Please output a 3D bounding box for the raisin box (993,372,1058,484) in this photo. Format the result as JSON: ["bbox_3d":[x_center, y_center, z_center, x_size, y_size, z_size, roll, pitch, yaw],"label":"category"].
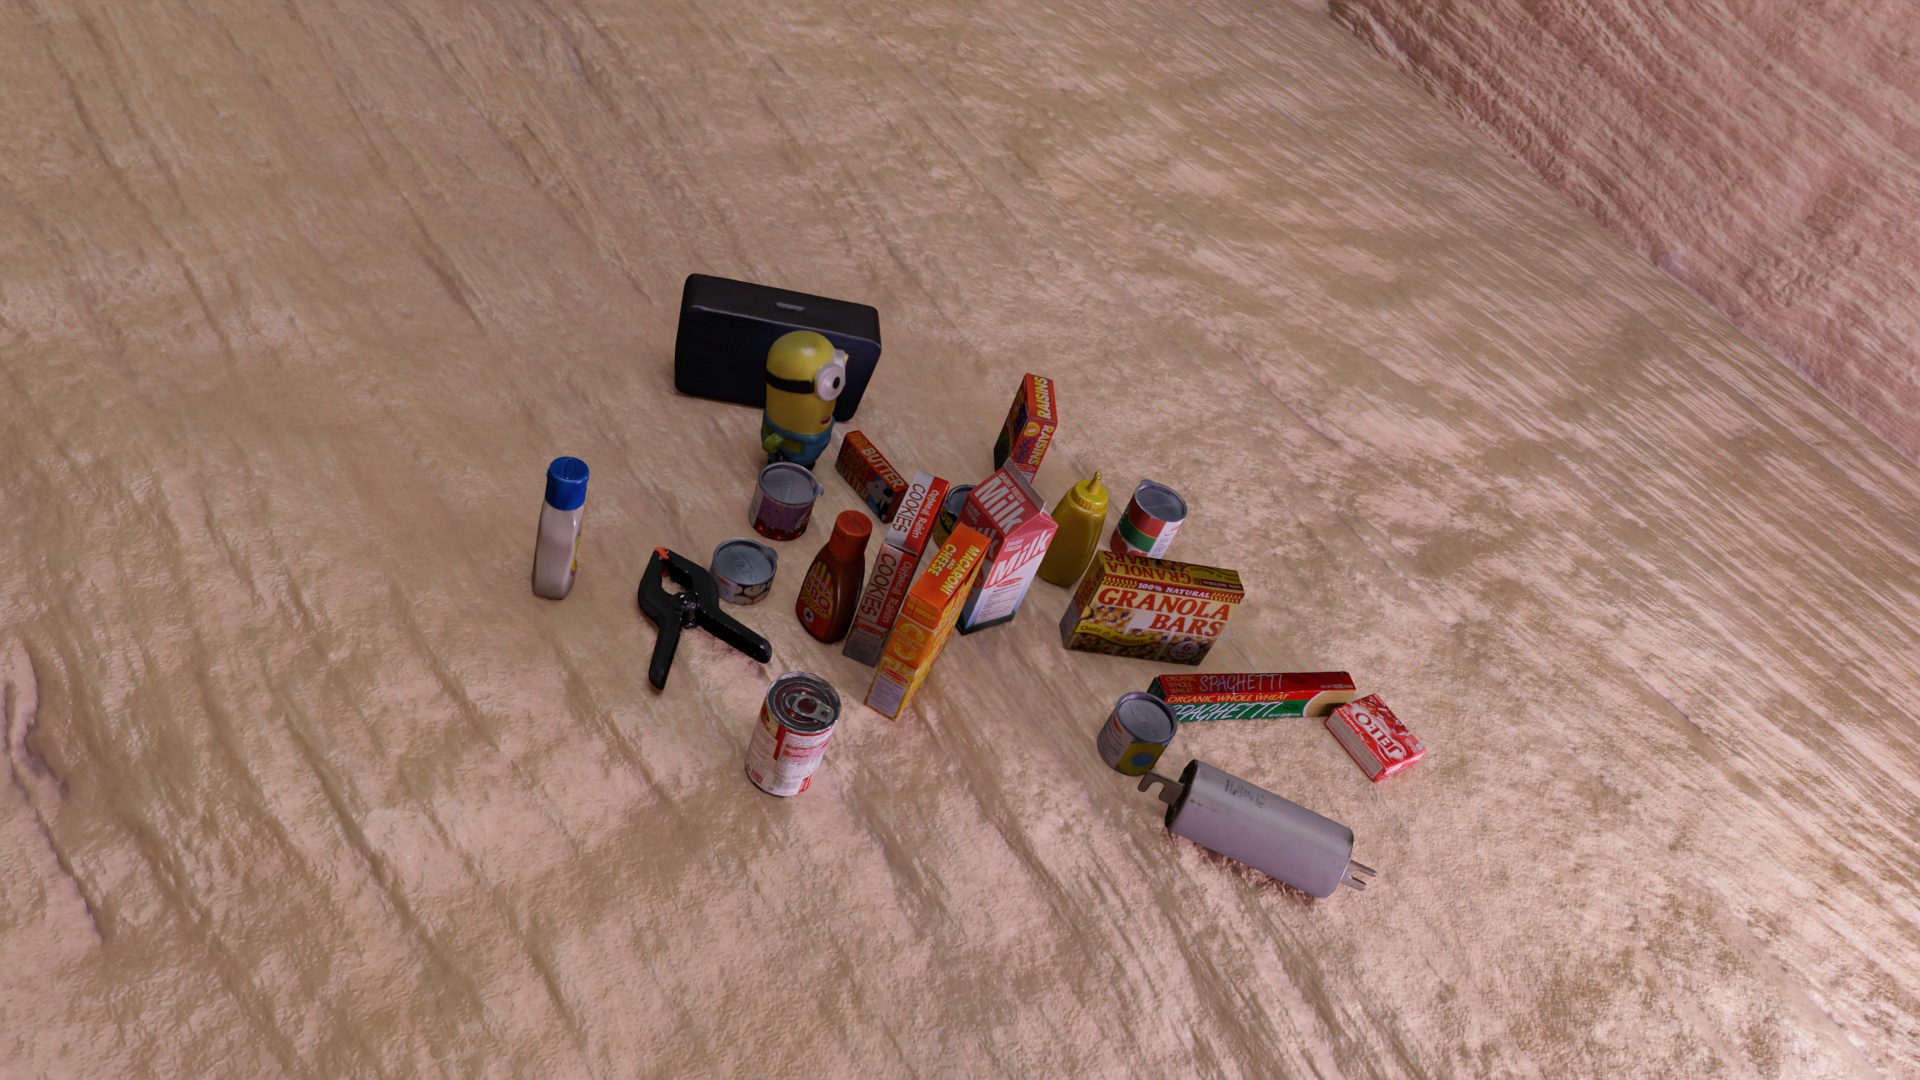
[{"bbox_3d":[0.076,-0.125,1.659,0.040,0.122,0.086,12,42,-12],"label":"raisin box"}]

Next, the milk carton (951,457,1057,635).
[{"bbox_3d":[0.039,0.005,1.453,0.074,0.189,0.072,-14,53,-35],"label":"milk carton"}]

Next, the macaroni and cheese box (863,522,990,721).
[{"bbox_3d":[-0.032,0.080,1.360,0.040,0.165,0.124,29,41,6],"label":"macaroni and cheese box"}]

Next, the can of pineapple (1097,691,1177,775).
[{"bbox_3d":[0.181,0.197,1.414,0.071,0.057,0.071,13,42,-12],"label":"can of pineapple"}]

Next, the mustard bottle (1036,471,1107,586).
[{"bbox_3d":[0.130,-0.019,1.543,0.065,0.159,0.049,25,41,2],"label":"mustard bottle"}]

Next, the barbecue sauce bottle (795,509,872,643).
[{"bbox_3d":[-0.123,0.033,1.382,0.044,0.147,0.065,-19,56,-38],"label":"barbecue sauce bottle"}]

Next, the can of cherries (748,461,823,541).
[{"bbox_3d":[-0.189,-0.041,1.499,0.071,0.058,0.072,13,42,-12],"label":"can of cherries"}]

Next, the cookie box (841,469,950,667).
[{"bbox_3d":[-0.064,0.028,1.399,0.040,0.166,0.123,22,41,-1],"label":"cookie box"}]

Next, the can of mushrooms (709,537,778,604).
[{"bbox_3d":[-0.222,0.031,1.427,0.071,0.033,0.071,13,42,-12],"label":"can of mushrooms"}]

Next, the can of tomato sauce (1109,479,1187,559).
[{"bbox_3d":[0.220,-0.018,1.641,0.071,0.082,0.071,13,42,-12],"label":"can of tomato sauce"}]

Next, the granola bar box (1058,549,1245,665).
[{"bbox_3d":[0.206,0.075,1.505,0.166,0.123,0.039,8,43,-16],"label":"granola bar box"}]

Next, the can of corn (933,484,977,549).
[{"bbox_3d":[0.006,-0.020,1.565,0.071,0.058,0.071,13,42,-12],"label":"can of corn"}]

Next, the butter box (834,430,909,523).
[{"bbox_3d":[-0.101,-0.073,1.577,0.024,0.052,0.104,-19,56,-38],"label":"butter box"}]

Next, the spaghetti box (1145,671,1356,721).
[{"bbox_3d":[0.314,0.169,1.510,0.250,0.049,0.029,1,45,-23],"label":"spaghetti box"}]

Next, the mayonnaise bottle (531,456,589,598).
[{"bbox_3d":[-0.379,-0.014,1.317,0.041,0.147,0.065,11,42,-13],"label":"mayonnaise bottle"}]
